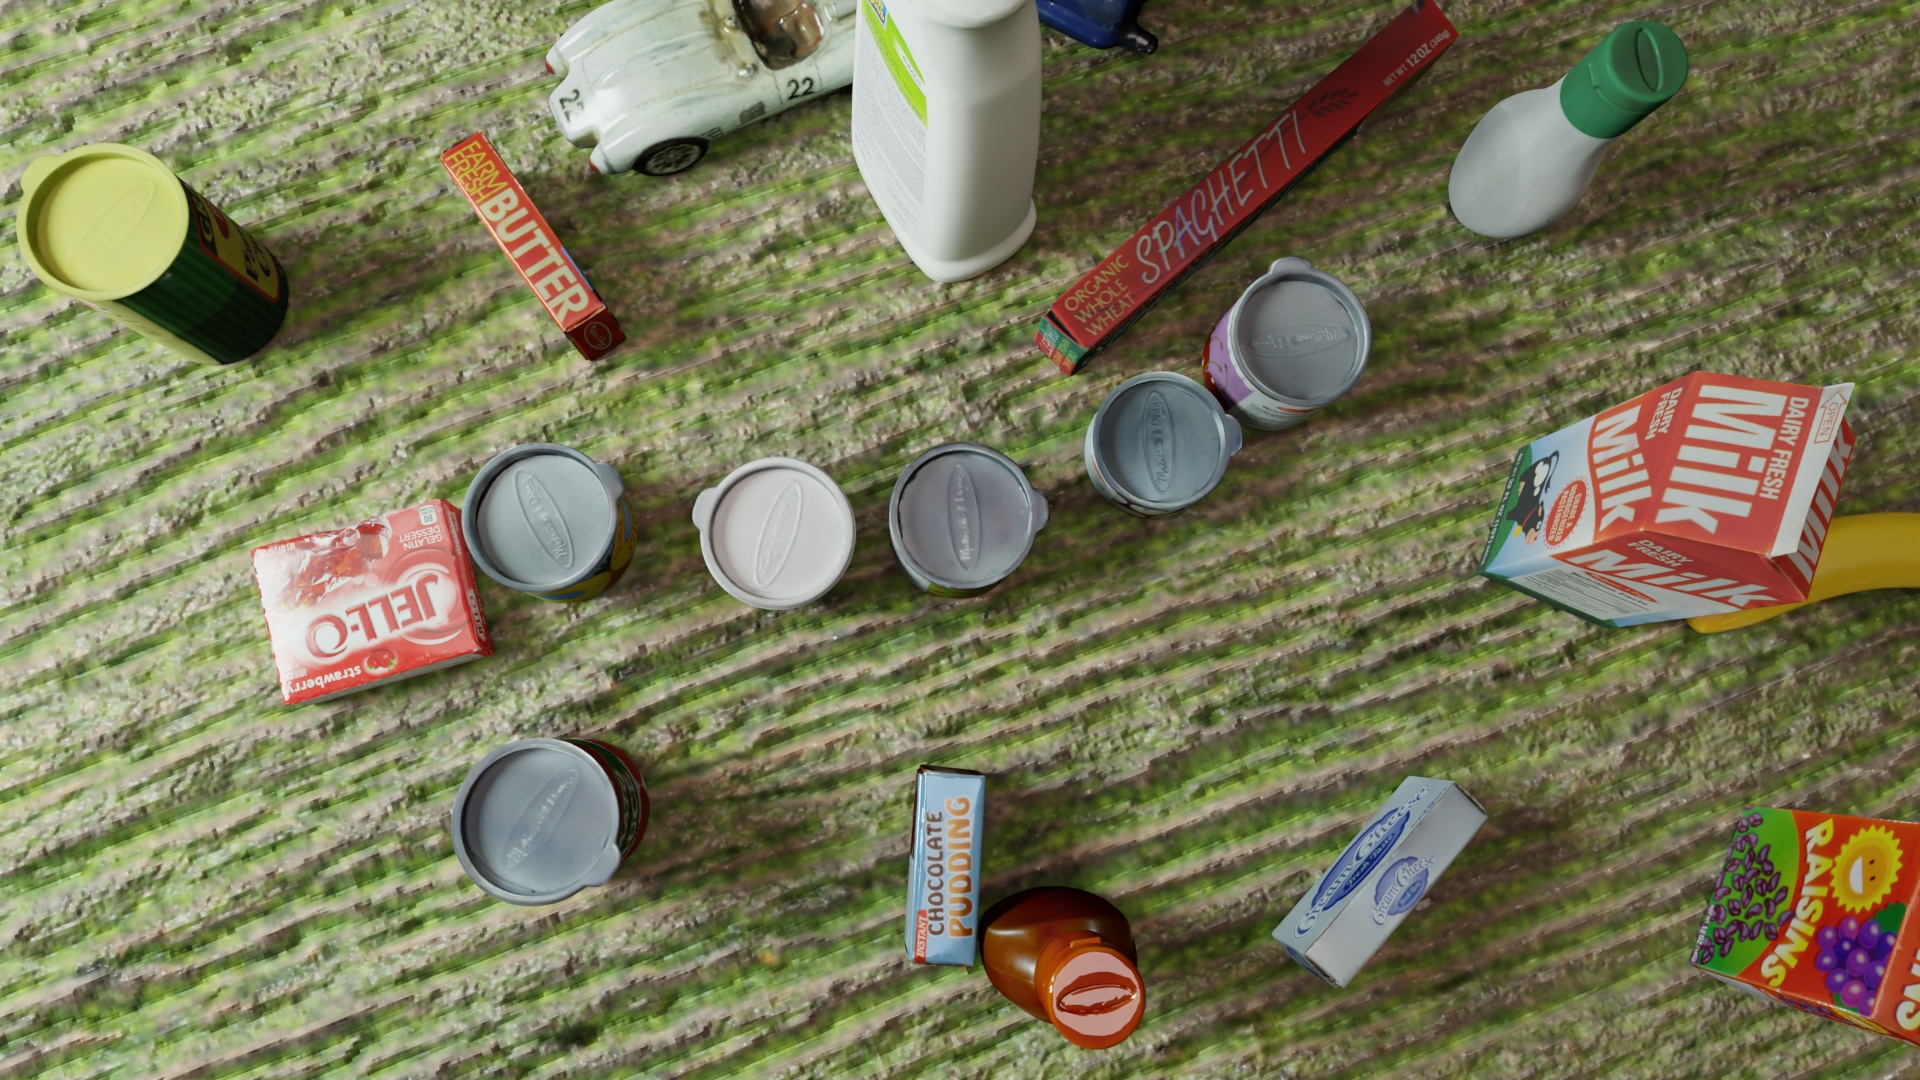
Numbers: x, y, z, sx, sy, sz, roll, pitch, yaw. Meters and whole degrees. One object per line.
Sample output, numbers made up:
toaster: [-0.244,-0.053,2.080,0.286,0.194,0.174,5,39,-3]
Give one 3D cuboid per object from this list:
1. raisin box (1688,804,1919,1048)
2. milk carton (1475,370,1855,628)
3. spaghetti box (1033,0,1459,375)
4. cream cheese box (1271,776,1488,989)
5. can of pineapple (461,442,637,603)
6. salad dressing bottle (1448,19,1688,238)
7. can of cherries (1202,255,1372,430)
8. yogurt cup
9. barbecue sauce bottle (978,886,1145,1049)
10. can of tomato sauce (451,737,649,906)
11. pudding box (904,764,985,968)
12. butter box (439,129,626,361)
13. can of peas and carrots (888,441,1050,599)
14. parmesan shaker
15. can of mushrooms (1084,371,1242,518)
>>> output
raisin box: [0.384,0.166,0.607,0.040,0.123,0.086,26,82,0]
milk carton: [0.304,-0.014,0.593,0.073,0.190,0.072,23,82,-1]
spaghetti box: [0.137,-0.171,0.674,0.250,0.050,0.028,-41,87,-8]
cream cheese box: [0.189,0.153,0.631,0.024,0.053,0.104,44,82,2]
can of pineapple: [-0.181,-0.007,0.625,0.071,0.058,0.071,1,82,-4]
salad dressing bottle: [0.274,-0.186,0.637,0.044,0.147,0.064,-7,83,-5]
can of cherries: [0.154,-0.092,0.660,0.071,0.058,0.071,1,82,-4]
yogurt cup: [-0.081,0.000,0.633,0.072,0.054,0.072,1,82,-4]
barbecue sauce bottle: [0.044,0.173,0.570,0.065,0.148,0.043,-6,83,-5]
can of tomato sauce: [-0.171,0.118,0.596,0.071,0.083,0.071,1,82,-4]
pudding box: [-0.007,0.144,0.620,0.030,0.049,0.084,4,82,-3]
butter box: [-0.198,-0.135,0.645,0.024,0.053,0.103,-35,86,-7]
can of peas and carrots: [0.002,-0.008,0.638,0.071,0.058,0.071,1,82,-4]
parmesan shaker: [-0.349,-0.124,0.607,0.071,0.103,0.071,1,82,-4]
can of mushrooms: [0.096,-0.045,0.662,0.071,0.033,0.071,1,82,-4]
